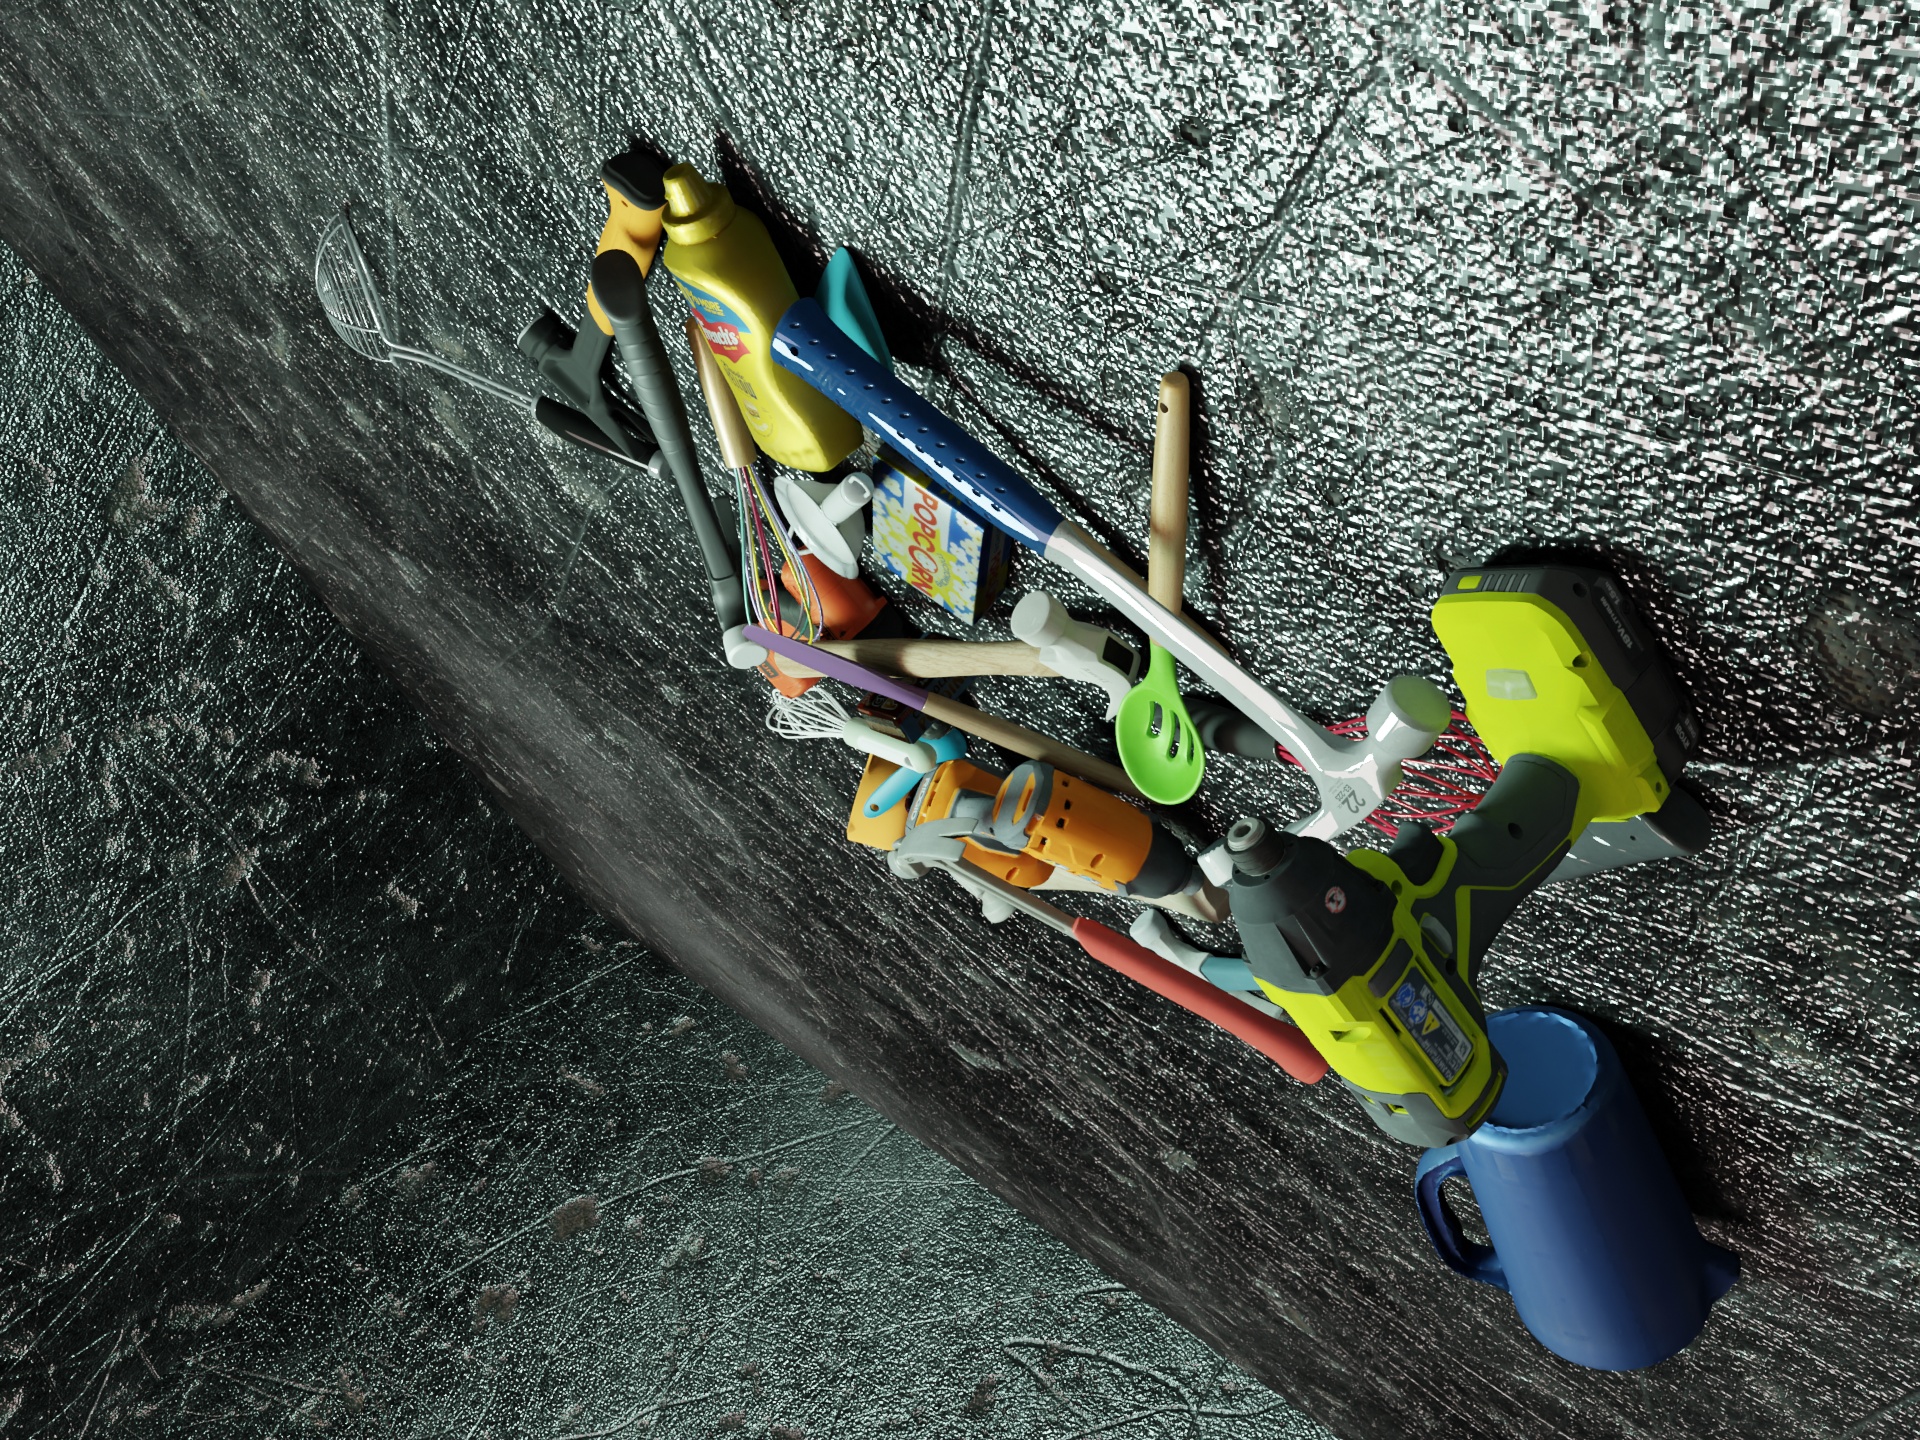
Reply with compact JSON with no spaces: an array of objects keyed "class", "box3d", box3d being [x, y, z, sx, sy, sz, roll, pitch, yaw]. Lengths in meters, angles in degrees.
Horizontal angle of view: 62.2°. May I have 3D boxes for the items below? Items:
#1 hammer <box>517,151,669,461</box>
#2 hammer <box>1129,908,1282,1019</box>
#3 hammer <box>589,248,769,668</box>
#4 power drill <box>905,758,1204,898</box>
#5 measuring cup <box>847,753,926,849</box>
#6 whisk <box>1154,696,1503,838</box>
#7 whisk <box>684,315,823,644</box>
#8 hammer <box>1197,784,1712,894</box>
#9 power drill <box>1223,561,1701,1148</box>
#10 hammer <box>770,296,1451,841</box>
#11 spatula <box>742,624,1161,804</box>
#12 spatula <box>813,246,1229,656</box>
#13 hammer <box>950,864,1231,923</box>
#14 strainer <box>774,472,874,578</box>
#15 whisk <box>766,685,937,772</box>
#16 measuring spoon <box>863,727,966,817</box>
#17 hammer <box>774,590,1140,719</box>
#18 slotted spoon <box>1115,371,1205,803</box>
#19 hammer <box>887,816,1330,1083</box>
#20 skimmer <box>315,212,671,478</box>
[{"class":"hammer","box3d":[-0.232,-0.279,1.072,0.127,0.034,0.337,44,159,-7]},{"class":"hammer","box3d":[0.247,0.188,1.181,0.128,0.033,0.331,45,159,-10]},{"class":"hammer","box3d":[-0.191,-0.184,1.087,0.334,0.035,0.146,79,173,-57]},{"class":"power drill","box3d":[0.069,0.087,1.183,0.164,0.084,0.226,25,168,-21]},{"class":"measuring cup","box3d":[-0.055,0.042,1.382,0.052,0.095,0.173,18,134,2]},{"class":"whisk","box3d":[0.197,0.016,0.890,0.073,0.073,0.296,50,164,-24]},{"class":"whisk","box3d":[-0.146,-0.155,1.080,0.047,0.051,0.244,-127,20,-61]},{"class":"hammer","box3d":[0.273,0.098,0.918,0.149,0.036,0.409,56,157,2]},{"class":"power drill","box3d":[0.209,0.043,0.673,0.171,0.223,0.080,50,157,-24]},{"class":"hammer","box3d":[0.055,-0.084,0.829,0.406,0.035,0.144,40,140,14]},{"class":"spatula","box3d":[-0.002,-0.004,1.096,0.316,0.018,0.060,22,168,-9]},{"class":"spatula","box3d":[0.034,-0.138,0.907,0.317,0.044,0.082,38,159,-6]},{"class":"hammer","box3d":[0.085,0.121,1.329,0.146,0.038,0.411,49,158,-17]},{"class":"strainer","box3d":[-0.078,-0.136,1.023,0.087,0.050,0.258,51,172,-8]},{"class":"whisk","box3d":[-0.093,0.008,1.328,0.246,0.059,0.057,19,143,54]},{"class":"measuring spoon","box3d":[-0.044,0.049,1.326,0.042,0.021,0.128,42,123,-8]},{"class":"hammer","box3d":[-0.015,-0.041,1.071,0.130,0.031,0.331,29,163,-38]},{"class":"slotted spoon","box3d":[0.114,-0.062,0.869,0.070,0.031,0.313,39,153,31]},{"class":"hammer","box3d":[0.121,0.167,1.136,0.359,0.037,0.149,30,163,-14]},{"class":"skimmer","box3d":[-0.378,-0.300,1.299,0.363,0.090,0.127,26,154,11]}]
